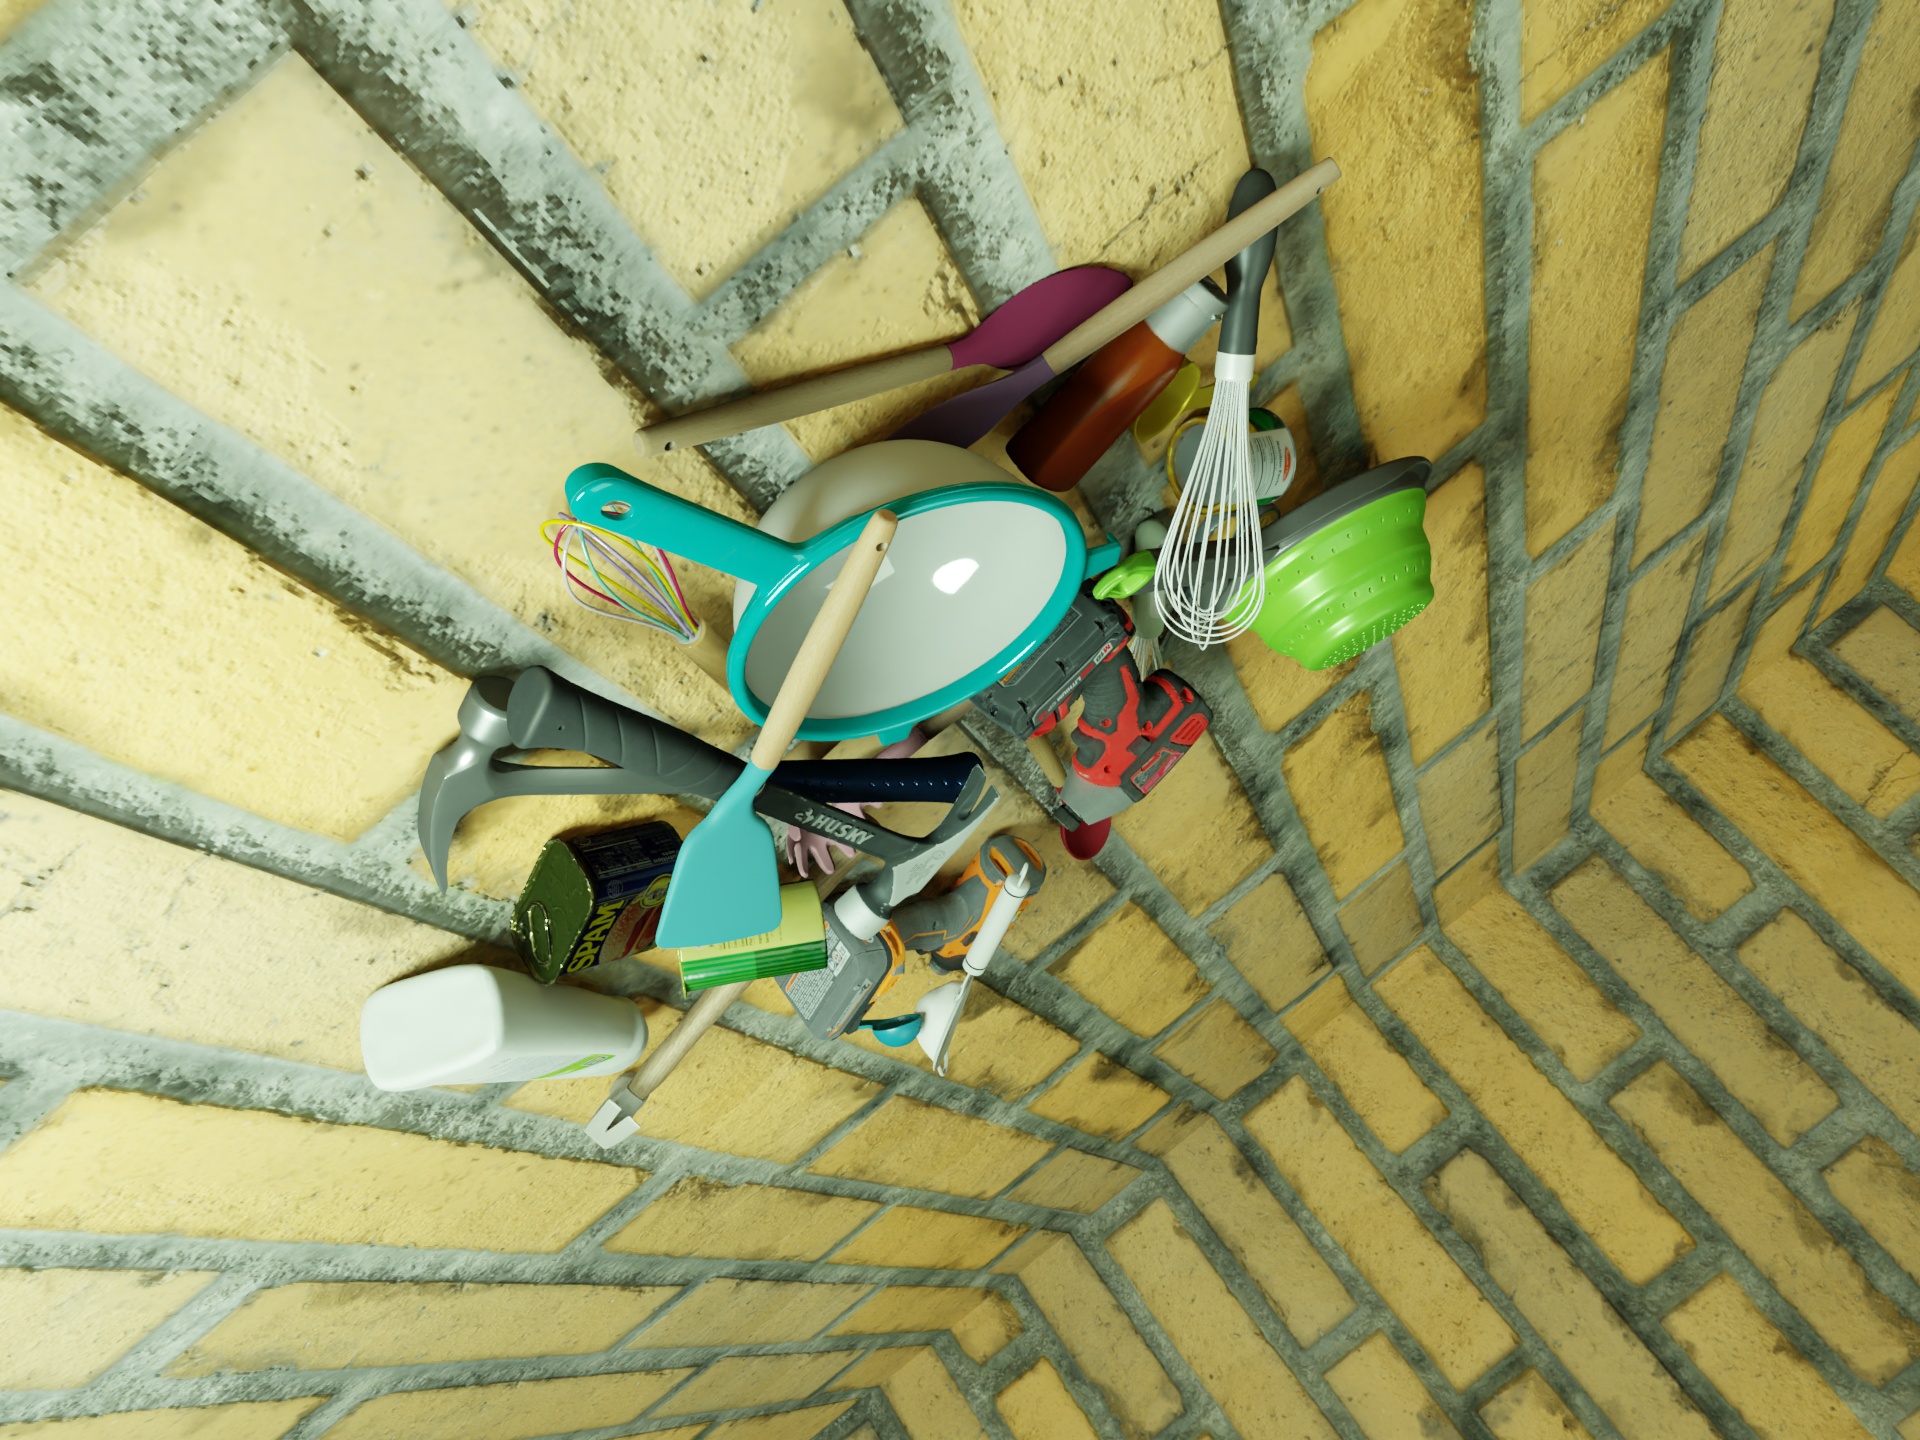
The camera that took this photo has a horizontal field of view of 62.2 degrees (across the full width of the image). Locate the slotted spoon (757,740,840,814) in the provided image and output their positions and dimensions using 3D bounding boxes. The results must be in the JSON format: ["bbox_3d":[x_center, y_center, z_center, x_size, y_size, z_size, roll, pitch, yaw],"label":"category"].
[{"bbox_3d":[-0.098,0.017,1.065,0.313,0.031,0.070,-41,153,10],"label":"slotted spoon"}]

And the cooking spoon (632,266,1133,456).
[{"bbox_3d":[-0.028,-0.186,0.842,0.319,0.017,0.068,-23,149,-30],"label":"cooking spoon"}]

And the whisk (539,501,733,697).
[{"bbox_3d":[-0.160,-0.059,0.863,0.047,0.051,0.244,-19,159,7],"label":"whisk"}]

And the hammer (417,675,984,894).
[{"bbox_3d":[-0.143,0.041,0.996,0.405,0.035,0.144,2,133,-45],"label":"hammer"}]

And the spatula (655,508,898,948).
[{"bbox_3d":[-0.092,0.013,0.854,0.082,0.044,0.317,-4,142,-34],"label":"spatula"}]

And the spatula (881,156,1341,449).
[{"bbox_3d":[0.069,-0.212,0.875,0.316,0.018,0.059,-32,158,11],"label":"spatula"}]

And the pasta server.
[{"bbox_3d":[-0.002,-0.004,1.140,0.316,0.040,0.060,-39,139,-2],"label":"pasta server"}]

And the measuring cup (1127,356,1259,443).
[{"bbox_3d":[0.147,-0.216,1.018,0.156,0.029,0.062,-24,152,-51],"label":"measuring cup"}]

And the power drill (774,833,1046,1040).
[{"bbox_3d":[-0.043,0.188,1.346,0.226,0.084,0.164,-16,148,-43],"label":"power drill"}]

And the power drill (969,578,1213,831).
[{"bbox_3d":[0.090,-0.006,1.144,0.143,0.079,0.219,-46,142,1],"label":"power drill"}]

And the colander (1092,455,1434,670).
[{"bbox_3d":[0.234,-0.089,1.135,0.397,0.094,0.204,-14,160,-49],"label":"colander"}]

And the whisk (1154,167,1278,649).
[{"bbox_3d":[0.159,-0.179,0.948,0.070,0.070,0.284,-14,116,-40],"label":"whisk"}]

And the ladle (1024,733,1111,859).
[{"bbox_3d":[0.077,0.041,1.316,0.069,0.031,0.315,-65,155,-16],"label":"ladle"}]

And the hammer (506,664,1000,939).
[{"bbox_3d":[-0.116,0.042,0.956,0.149,0.036,0.408,-43,148,11],"label":"hammer"}]

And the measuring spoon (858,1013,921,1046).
[{"bbox_3d":[-0.078,0.265,1.340,0.042,0.021,0.128,-17,-179,-43],"label":"measuring spoon"}]

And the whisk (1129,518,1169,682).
[{"bbox_3d":[0.143,-0.066,1.215,0.058,0.059,0.246,-41,151,-23],"label":"whisk"}]

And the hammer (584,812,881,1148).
[{"bbox_3d":[-0.174,0.199,1.211,0.331,0.031,0.130,-49,-176,9],"label":"hammer"}]

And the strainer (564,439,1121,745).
[{"bbox_3d":[-0.080,-0.098,0.835,0.211,0.095,0.340,-39,149,23],"label":"strainer"}]

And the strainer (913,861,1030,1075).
[{"bbox_3d":[0.008,0.201,1.297,0.258,0.050,0.087,-65,177,38],"label":"strainer"}]
